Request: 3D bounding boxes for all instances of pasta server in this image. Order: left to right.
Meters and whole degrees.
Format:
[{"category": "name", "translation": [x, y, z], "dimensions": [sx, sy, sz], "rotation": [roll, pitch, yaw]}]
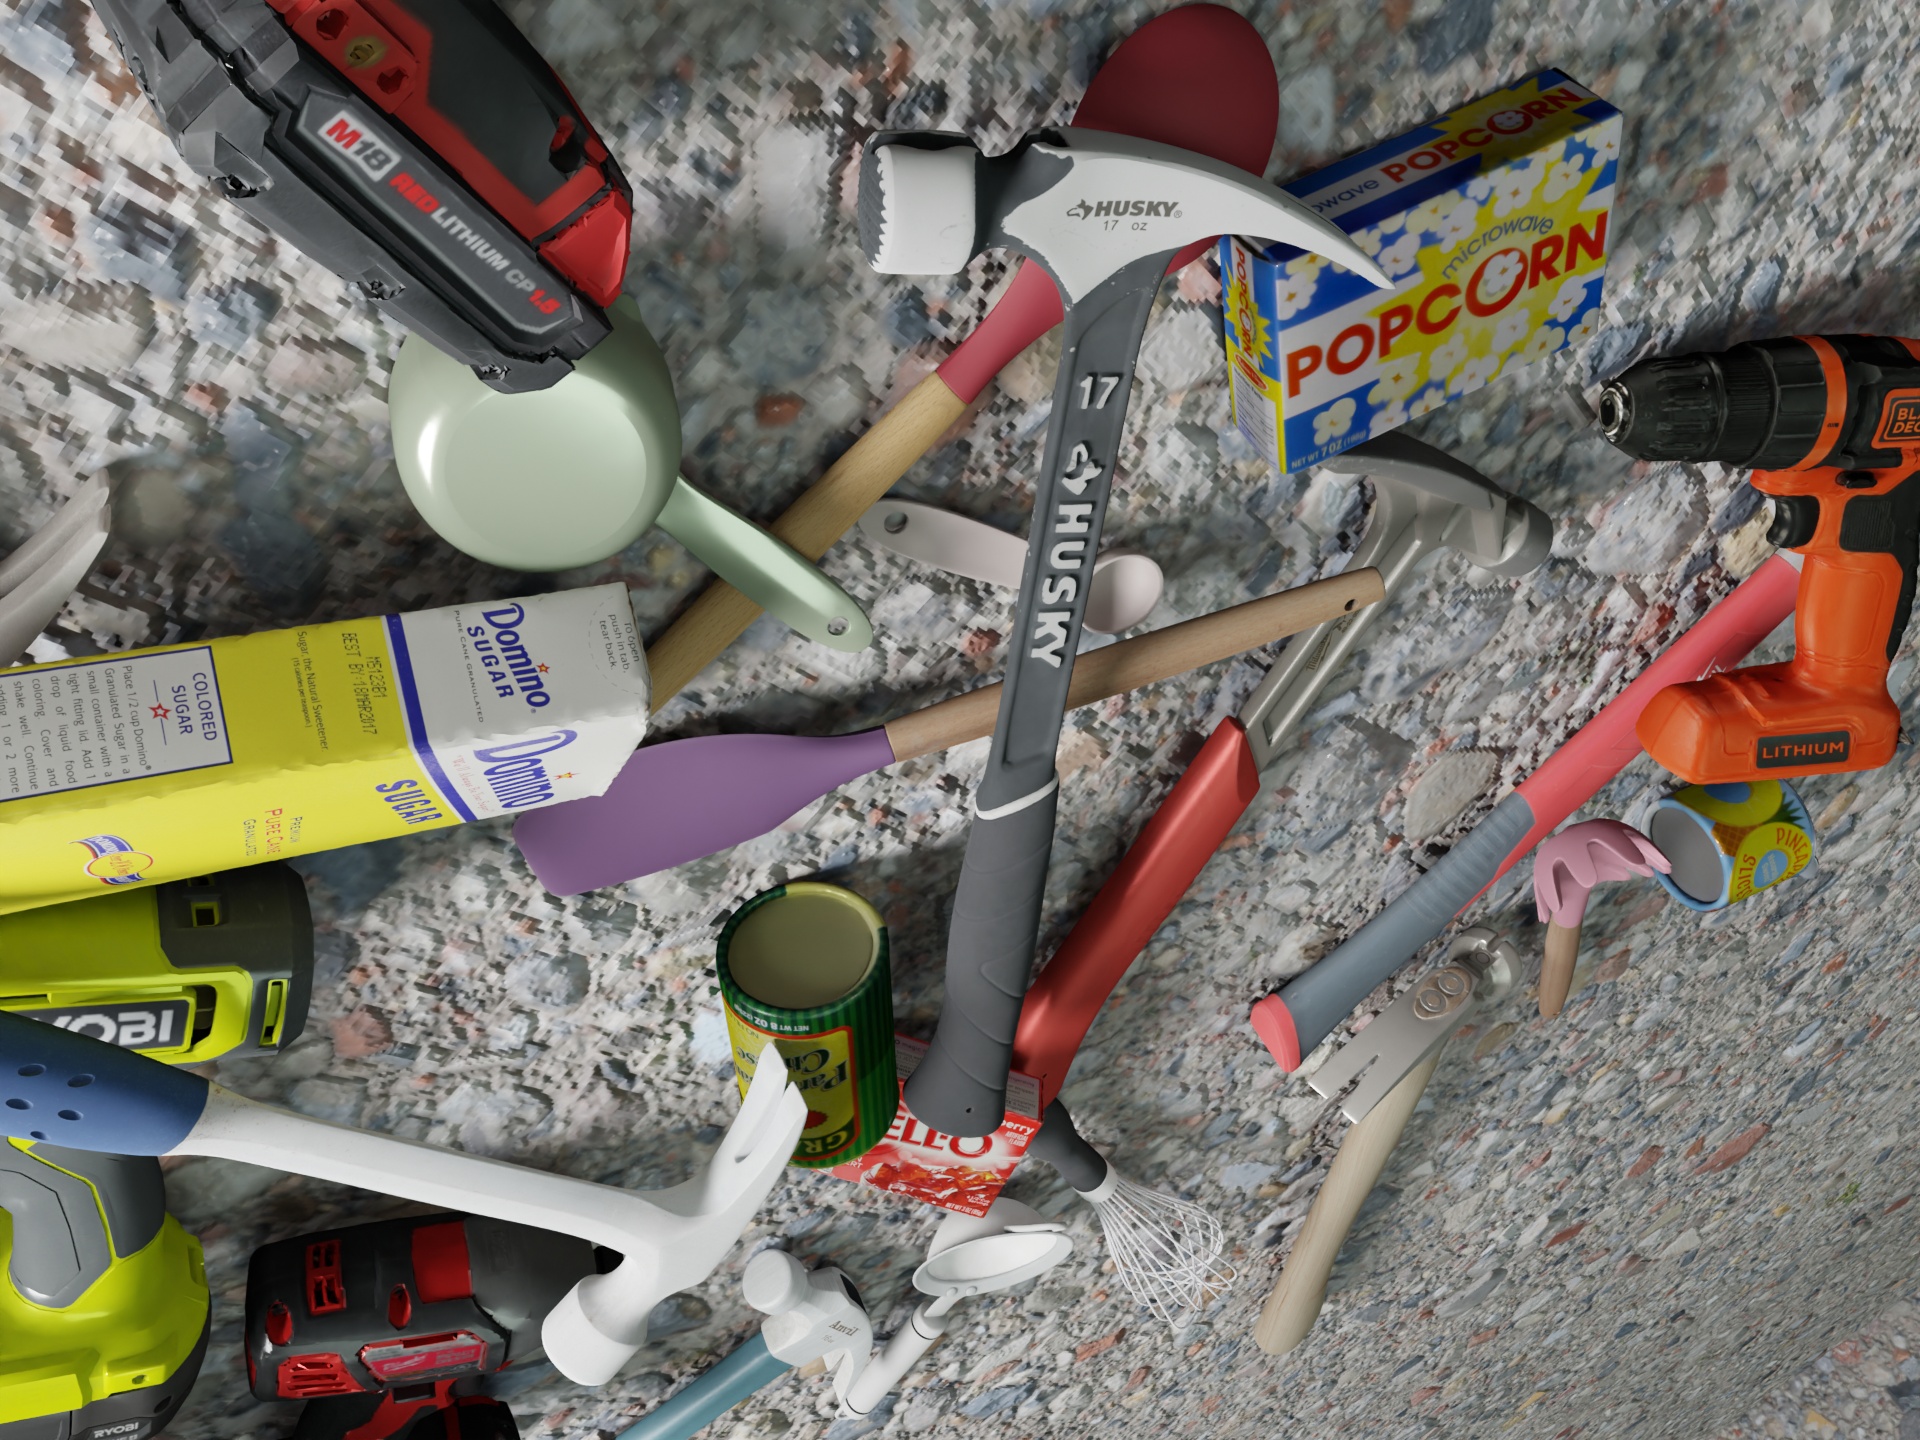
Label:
[{"category": "pasta server", "translation": [0.321, 0.117, 0.836], "dimensions": [0.060, 0.040, 0.316], "rotation": [-24, 151, 5]}]

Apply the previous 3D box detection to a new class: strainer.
[{"category": "strainer", "translation": [-0.015, 0.322, 0.870], "dimensions": [0.086, 0.050, 0.258], "rotation": [10, 130, -30]}]

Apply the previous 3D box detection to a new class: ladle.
[{"category": "ladle", "translation": [-0.022, -0.085, 0.485], "dimensions": [0.315, 0.031, 0.069], "rotation": [-43, 132, 14]}]

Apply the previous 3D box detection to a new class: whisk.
[{"category": "whisk", "translation": [0.084, 0.260, 0.860], "dimensions": [0.070, 0.070, 0.284], "rotation": [-35, 134, 3]}]

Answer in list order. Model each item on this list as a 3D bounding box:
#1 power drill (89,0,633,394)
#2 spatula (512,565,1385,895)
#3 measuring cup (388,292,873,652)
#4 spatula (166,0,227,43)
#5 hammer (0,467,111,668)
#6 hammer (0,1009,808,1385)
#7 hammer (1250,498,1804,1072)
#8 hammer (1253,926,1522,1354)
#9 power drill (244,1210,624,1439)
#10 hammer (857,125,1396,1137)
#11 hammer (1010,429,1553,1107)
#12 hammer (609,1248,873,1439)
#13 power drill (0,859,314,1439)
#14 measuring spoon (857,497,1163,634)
[{"category": "power drill", "translation": [-0.043, -0.176, 0.334], "dimensions": [0.226, 0.080, 0.187], "rotation": [-39, 157, 7]}, {"category": "spatula", "translation": [-0.001, -0.002, 0.556], "dimensions": [0.316, 0.018, 0.059], "rotation": [-18, 135, -3]}, {"category": "measuring cup", "translation": [-0.081, -0.054, 0.448], "dimensions": [0.083, 0.038, 0.167], "rotation": [-44, 127, 16]}, {"category": "spatula", "translation": [-0.063, -0.250, 0.304], "dimensions": [0.322, 0.041, 0.081], "rotation": [-41, 138, 16]}, {"category": "hammer", "translation": [-0.247, -0.128, 0.301], "dimensions": [0.130, 0.031, 0.331], "rotation": [-7, 133, -25]}, {"category": "hammer", "translation": [-0.211, 0.112, 0.458], "dimensions": [0.144, 0.035, 0.405], "rotation": [-49, 135, 8]}, {"category": "hammer", "translation": [0.299, 0.041, 0.790], "dimensions": [0.386, 0.038, 0.143], "rotation": [-47, 138, 16]}, {"category": "hammer", "translation": [0.227, 0.291, 0.964], "dimensions": [0.146, 0.038, 0.410], "rotation": [-31, 145, -31]}, {"category": "power drill", "translation": [-0.226, 0.288, 0.674], "dimensions": [0.143, 0.079, 0.219], "rotation": [-1, 130, -26]}, {"category": "hammer", "translation": [0.026, 0.007, 0.538], "dimensions": [0.149, 0.036, 0.408], "rotation": [-4, 130, -15]}, {"category": "hammer", "translation": [0.092, 0.040, 0.665], "dimensions": [0.149, 0.037, 0.359], "rotation": [10, 123, -37]}, {"category": "hammer", "translation": [-0.186, 0.394, 0.841], "dimensions": [0.331, 0.033, 0.128], "rotation": [-37, 137, 6]}, {"category": "power drill", "translation": [-0.306, 0.138, 0.492], "dimensions": [0.171, 0.080, 0.223], "rotation": [1, 125, -33]}, {"category": "measuring spoon", "translation": [0.017, -0.058, 0.545], "dimensions": [0.124, 0.018, 0.034], "rotation": [14, 121, -31]}]
